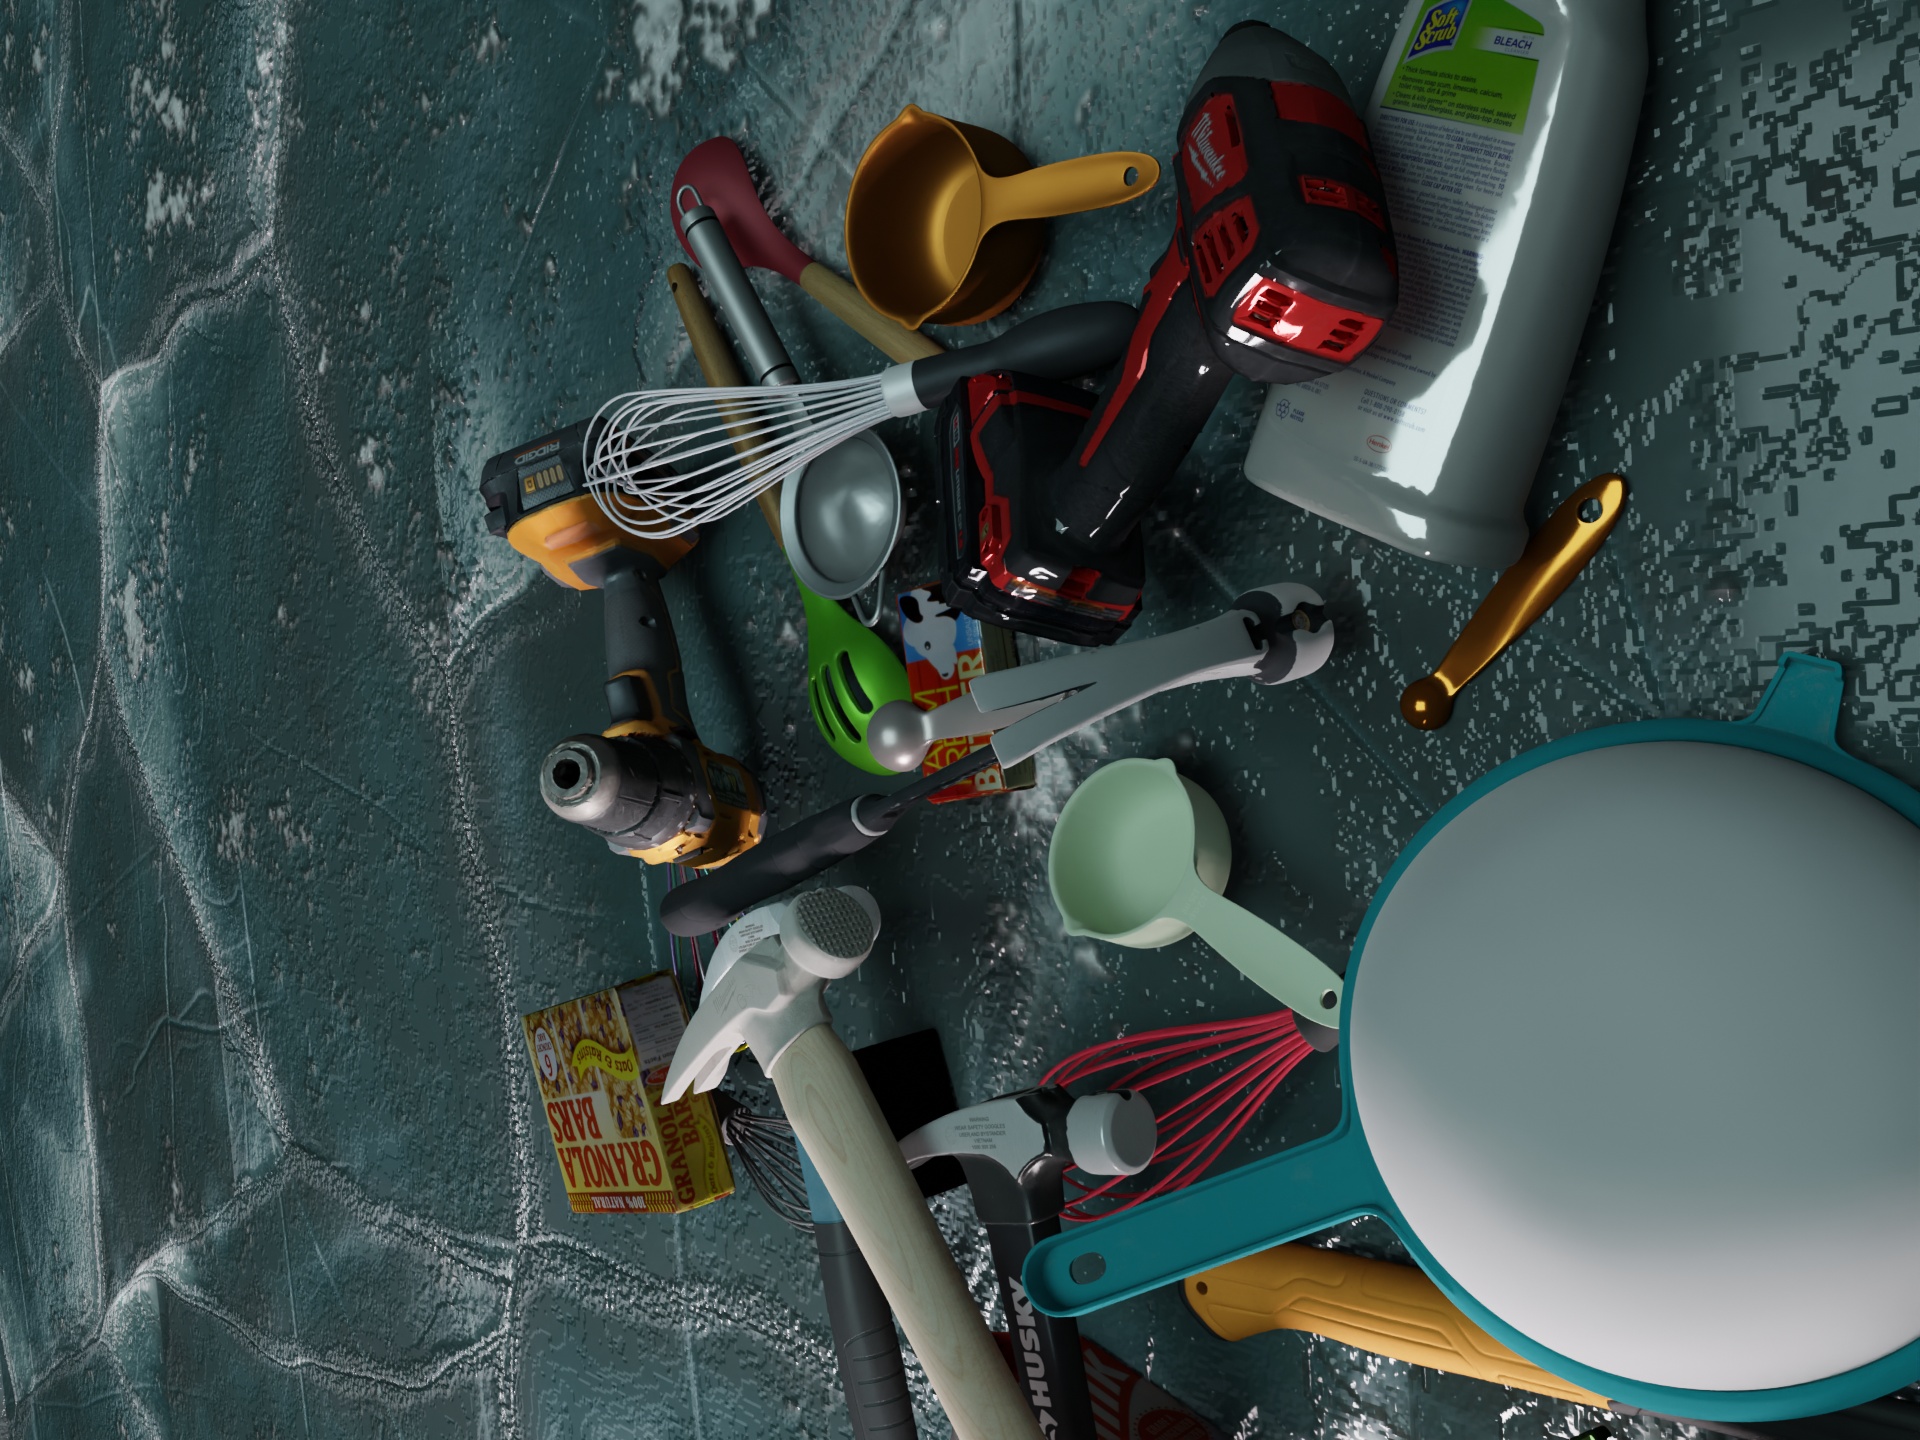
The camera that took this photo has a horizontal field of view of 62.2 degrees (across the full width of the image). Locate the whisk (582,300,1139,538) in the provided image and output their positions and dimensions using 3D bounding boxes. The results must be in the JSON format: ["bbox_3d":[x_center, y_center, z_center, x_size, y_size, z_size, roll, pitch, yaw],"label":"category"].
[{"bbox_3d":[-0.053,-0.142,0.714,0.284,0.070,0.070,-11,87,23],"label":"whisk"}]

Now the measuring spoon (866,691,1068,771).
[{"bbox_3d":[-0.001,-0.002,0.716,0.124,0.018,0.034,-18,82,42],"label":"measuring spoon"}]

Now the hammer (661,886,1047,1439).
[{"bbox_3d":[0.007,0.270,0.615,0.146,0.038,0.411,-51,61,35],"label":"hammer"}]

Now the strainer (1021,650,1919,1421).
[{"bbox_3d":[0.147,0.121,0.483,0.340,0.095,0.211,-28,63,22],"label":"strainer"}]

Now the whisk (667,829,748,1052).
[{"bbox_3d":[-0.162,0.071,0.906,0.047,0.051,0.245,-37,66,47],"label":"whisk"}]

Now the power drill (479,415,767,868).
[{"bbox_3d":[-0.177,-0.036,0.812,0.084,0.185,0.226,-19,78,11],"label":"power drill"}]

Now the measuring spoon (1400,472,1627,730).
[{"bbox_3d":[0.192,-0.040,0.560,0.021,0.011,0.117,52,127,27],"label":"measuring spoon"}]

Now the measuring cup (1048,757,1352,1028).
[{"bbox_3d":[0.101,0.075,0.624,0.168,0.038,0.083,36,99,46],"label":"measuring cup"}]

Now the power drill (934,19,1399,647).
[{"bbox_3d":[0.069,-0.137,0.575,0.219,0.078,0.143,129,146,-49],"label":"power drill"}]

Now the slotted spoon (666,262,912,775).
[{"bbox_3d":[-0.097,-0.112,0.829,0.070,0.031,0.314,-40,66,40],"label":"slotted spoon"}]

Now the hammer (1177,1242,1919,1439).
[{"bbox_3d":[0.216,0.215,0.554,0.337,0.034,0.127,-5,92,45],"label":"hammer"}]

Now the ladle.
[{"bbox_3d":[-0.057,-0.205,0.779,0.316,0.031,0.069,42,126,31],"label":"ladle"}]

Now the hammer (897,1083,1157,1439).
[{"bbox_3d":[0.043,0.315,0.633,0.146,0.035,0.335,-16,82,44],"label":"hammer"}]

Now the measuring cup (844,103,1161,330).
[{"bbox_3d":[0.027,-0.216,0.676,0.174,0.052,0.095,5,99,42],"label":"measuring cup"}]

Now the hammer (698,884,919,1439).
[{"bbox_3d":[-0.054,0.249,0.753,0.128,0.033,0.331,-18,83,45],"label":"hammer"}]

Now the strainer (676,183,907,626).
[{"bbox_3d":[-0.082,-0.160,0.782,0.087,0.050,0.258,-37,74,38],"label":"strainer"}]

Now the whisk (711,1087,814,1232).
[{"bbox_3d":[-0.128,0.227,0.889,0.239,0.055,0.055,15,106,46],"label":"whisk"}]

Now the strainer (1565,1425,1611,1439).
[{"bbox_3d":[0.284,0.306,0.436,0.256,0.069,0.151,7,92,43],"label":"strainer"}]

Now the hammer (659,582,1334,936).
[{"bbox_3d":[-0.033,0.039,0.691,0.409,0.149,0.036,-29,80,50],"label":"hammer"}]

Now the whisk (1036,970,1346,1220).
[{"bbox_3d":[0.122,0.126,0.620,0.295,0.073,0.073,-39,68,35],"label":"whisk"}]
